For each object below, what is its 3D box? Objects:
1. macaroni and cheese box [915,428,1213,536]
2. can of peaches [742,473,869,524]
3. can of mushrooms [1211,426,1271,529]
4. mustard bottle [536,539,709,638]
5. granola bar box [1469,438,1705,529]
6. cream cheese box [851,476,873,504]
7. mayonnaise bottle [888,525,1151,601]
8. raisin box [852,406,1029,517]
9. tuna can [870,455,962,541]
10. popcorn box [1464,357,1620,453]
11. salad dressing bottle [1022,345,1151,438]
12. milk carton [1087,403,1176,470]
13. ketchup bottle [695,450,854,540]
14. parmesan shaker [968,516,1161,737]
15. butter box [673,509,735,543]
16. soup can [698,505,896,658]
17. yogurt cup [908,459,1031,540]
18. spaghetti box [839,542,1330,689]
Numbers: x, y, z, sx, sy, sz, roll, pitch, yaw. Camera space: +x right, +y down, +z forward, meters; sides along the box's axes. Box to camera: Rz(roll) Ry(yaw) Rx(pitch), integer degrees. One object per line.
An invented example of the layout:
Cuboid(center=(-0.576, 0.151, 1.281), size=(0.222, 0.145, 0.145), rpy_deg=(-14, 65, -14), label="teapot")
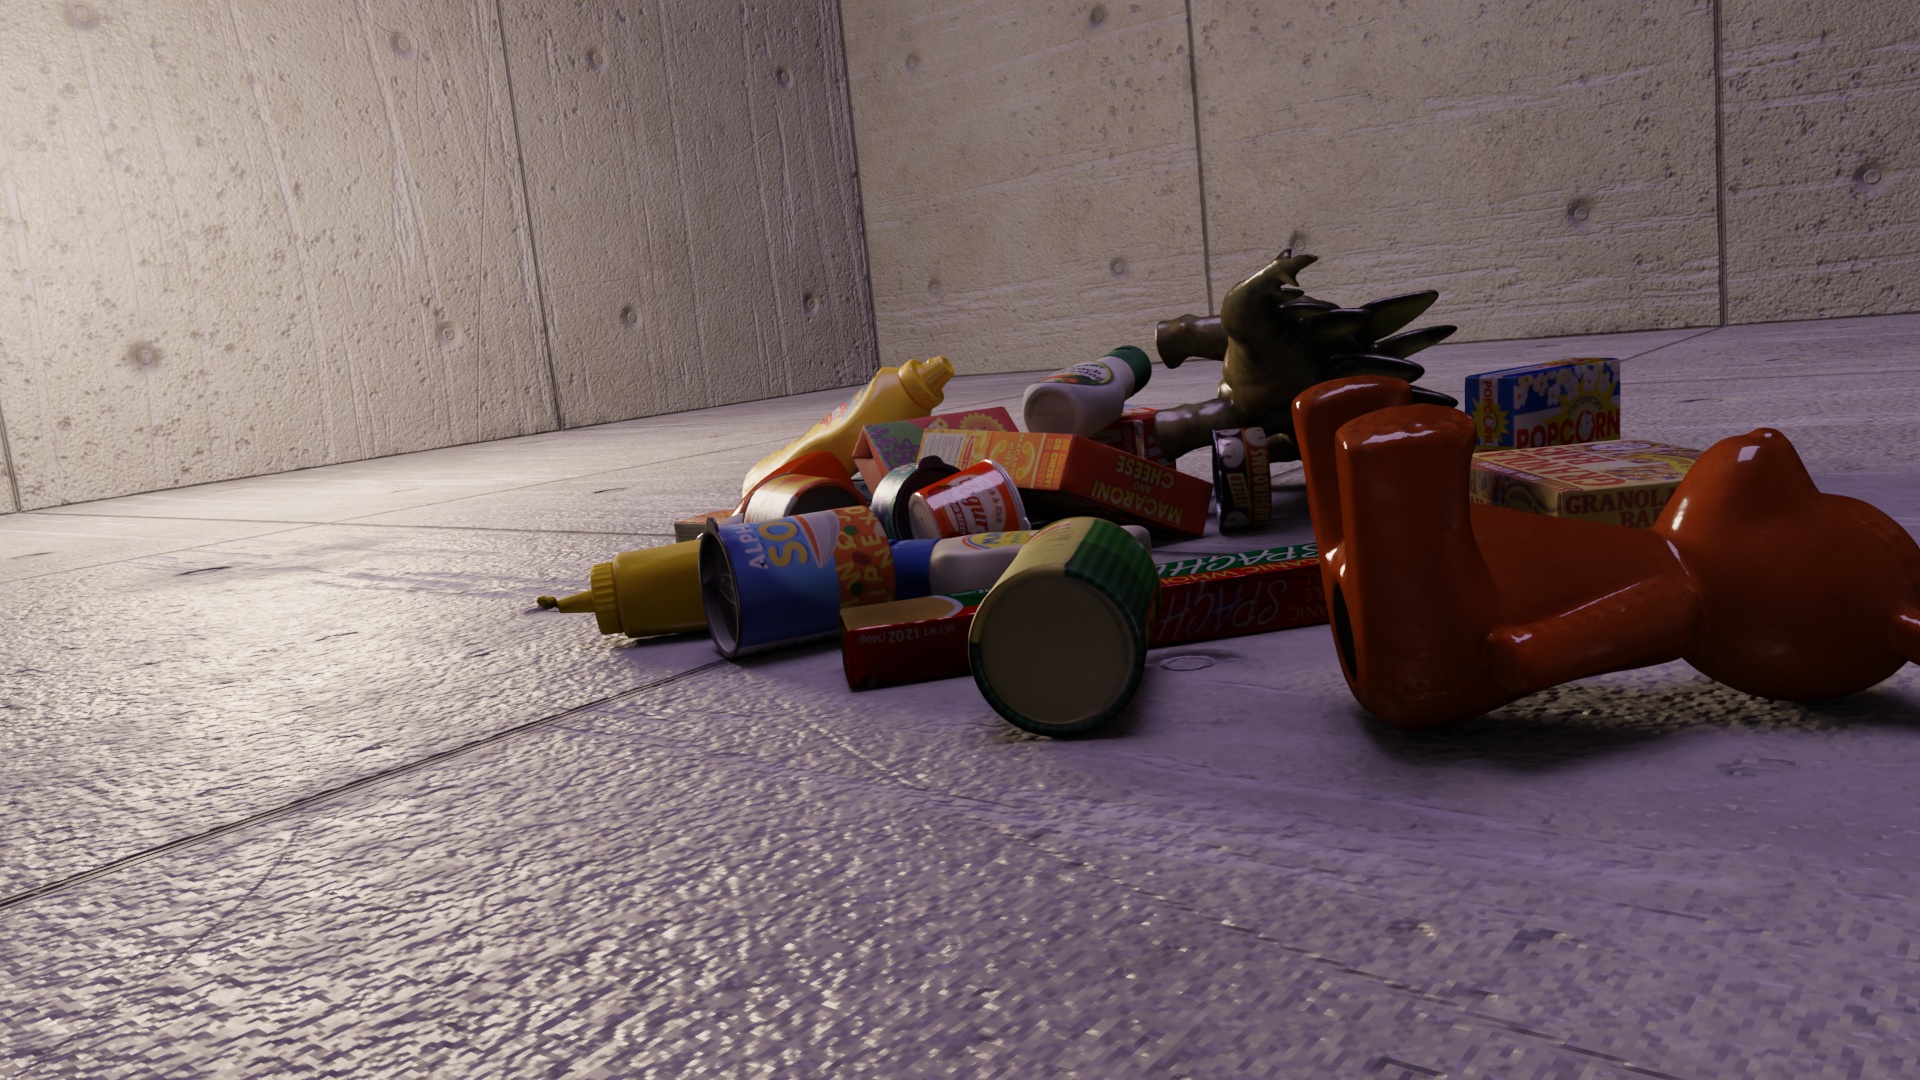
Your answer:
Cuboid(center=(0.065, -0.039, 0.926), size=(0.124, 0.040, 0.166), rpy_deg=(16, -4, -34), label="macaroni and cheese box")
Cuboid(center=(-0.095, -0.009, 0.887), size=(0.071, 0.071, 0.058), rpy_deg=(-11, 11, -31), label="can of peaches")
Cuboid(center=(0.182, -0.040, 0.903), size=(0.033, 0.071, 0.071), rpy_deg=(-4, 9, 7), label="can of mushrooms")
Cuboid(center=(-0.150, 0.026, 0.764), size=(0.160, 0.048, 0.065), rpy_deg=(-8, 9, -9), label="mustard bottle")
Cuboid(center=(0.364, -0.026, 0.786), size=(0.124, 0.039, 0.166), rpy_deg=(-5, 9, 0), label="granola bar box")
Cuboid(center=(-0.049, -0.052, 1.253), size=(0.053, 0.024, 0.104), rpy_deg=(-1, 10, 30), label="cream cheese box")
Cuboid(center=(0.024, 0.016, 0.738), size=(0.148, 0.041, 0.065), rpy_deg=(-2, 12, 21), label="mayonnaise bottle")
Cuboid(center=(-0.006, -0.051, 1.034), size=(0.124, 0.039, 0.086), rpy_deg=(-11, 55, -29), label="raisin box")
Cuboid(center=(-0.023, -0.020, 0.892), size=(0.071, 0.071, 0.033), rpy_deg=(-11, 9, -30), label="tuna can")
Cuboid(center=(0.384, -0.073, 0.914), size=(0.127, 0.085, 0.038), rpy_deg=(-12, 11, -35), label="popcorn box")
Cuboid(center=(0.093, -0.105, 0.979), size=(0.064, 0.043, 0.148), rpy_deg=(3, 20, 27), label="salad dressing bottle")
Cuboid(center=(0.116, -0.063, 1.062), size=(0.073, 0.072, 0.191), rpy_deg=(-8, 10, -7), label="milk carton")
Cuboid(center=(-0.126, -0.014, 0.961), size=(0.043, 0.064, 0.149), rpy_deg=(-17, 11, 31), label="ketchup bottle")
Cuboid(center=(0.042, 0.034, 0.552), size=(0.071, 0.071, 0.103), rpy_deg=(-4, 10, 12), label="parmesan shaker")
Cuboid(center=(-0.164, -0.007, 1.048), size=(0.103, 0.024, 0.053), rpy_deg=(2, 13, 40), label="butter box")
Cuboid(center=(-0.083, 0.017, 0.703), size=(0.084, 0.071, 0.071), rpy_deg=(-10, 10, -25), label="soup can")
Cuboid(center=(0.003, -0.011, 0.849), size=(0.054, 0.072, 0.072), rpy_deg=(-18, 12, -19), label="yogurt cup")
Cuboid(center=(0.069, 0.033, 0.645), size=(0.250, 0.028, 0.050), rpy_deg=(-8, 10, -9), label="spaghetti box")
